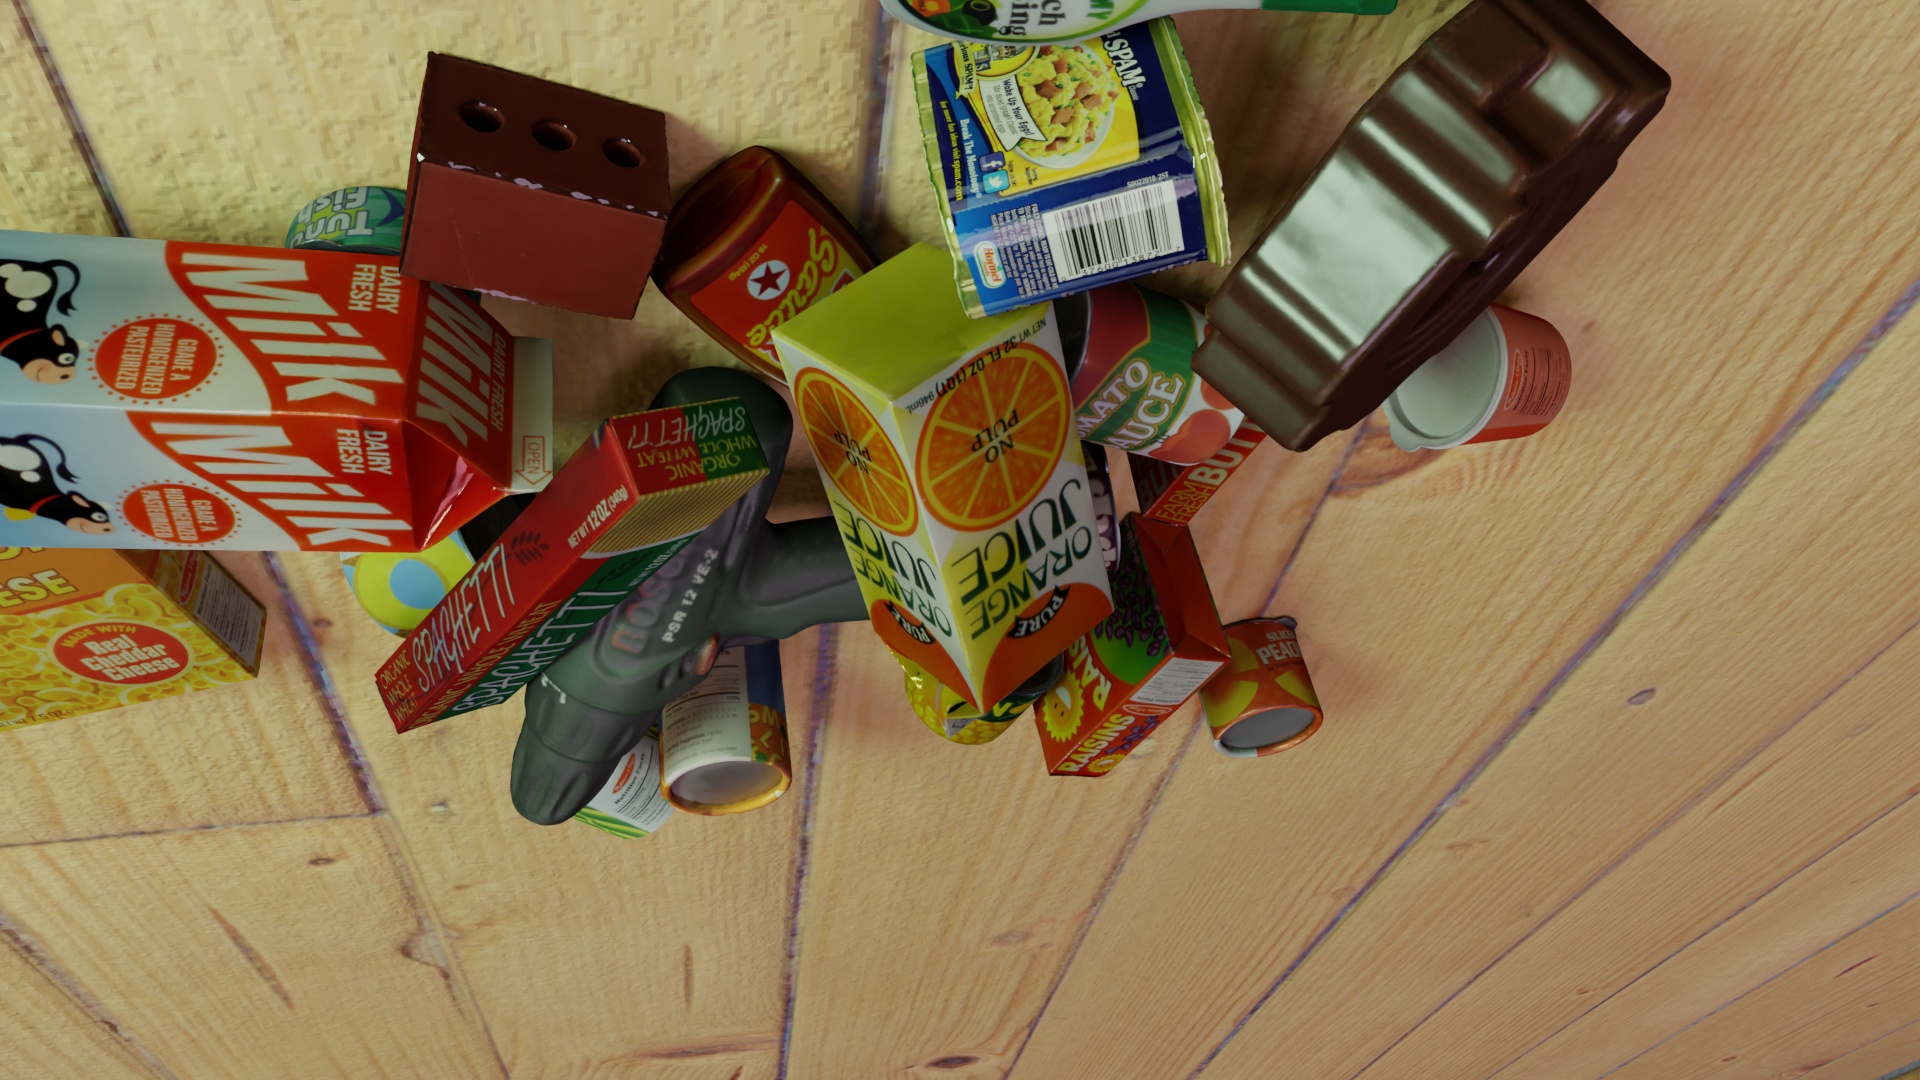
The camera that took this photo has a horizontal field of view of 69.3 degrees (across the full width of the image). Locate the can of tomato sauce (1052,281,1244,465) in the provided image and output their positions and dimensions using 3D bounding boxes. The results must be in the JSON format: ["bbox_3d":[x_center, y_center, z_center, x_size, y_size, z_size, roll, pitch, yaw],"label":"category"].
[{"bbox_3d":[0.066,-0.068,0.557,0.083,0.071,0.071,12,139,-29],"label":"can of tomato sauce"}]

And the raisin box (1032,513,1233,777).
[{"bbox_3d":[0.081,0.057,0.722,0.040,0.086,0.122,8,141,-27],"label":"raisin box"}]

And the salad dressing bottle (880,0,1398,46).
[{"bbox_3d":[0.050,-0.172,0.396,0.148,0.044,0.064,4,147,8],"label":"salad dressing bottle"}]

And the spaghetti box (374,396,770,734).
[{"bbox_3d":[-0.152,0.018,0.504,0.050,0.029,0.249,-15,167,-43],"label":"spaghetti box"}]

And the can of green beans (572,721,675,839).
[{"bbox_3d":[-0.191,0.123,0.755,0.071,0.071,0.057,-25,143,18],"label":"can of green beans"}]

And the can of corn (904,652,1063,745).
[{"bbox_3d":[0.010,0.068,0.731,0.071,0.071,0.058,10,140,-27],"label":"can of corn"}]

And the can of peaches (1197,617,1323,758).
[{"bbox_3d":[0.174,0.087,0.813,0.071,0.058,0.071,-7,145,-5],"label":"can of peaches"}]

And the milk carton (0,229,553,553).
[{"bbox_3d":[-0.230,-0.045,0.445,0.191,0.072,0.073,1,144,-17],"label":"milk carton"}]

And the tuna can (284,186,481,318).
[{"bbox_3d":[-0.203,-0.090,0.484,0.071,0.033,0.070,-7,145,-5],"label":"tuna can"}]

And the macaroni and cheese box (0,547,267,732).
[{"bbox_3d":[-0.390,0.015,0.572,0.124,0.040,0.165,-12,145,0],"label":"macaroni and cheese box"}]

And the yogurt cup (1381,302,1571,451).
[{"bbox_3d":[0.225,-0.073,0.602,0.054,0.072,0.072,1,144,-29],"label":"yogurt cup"}]

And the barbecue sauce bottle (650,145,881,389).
[{"bbox_3d":[-0.048,-0.081,0.528,0.065,0.044,0.148,-42,139,7],"label":"barbecue sauce bottle"}]

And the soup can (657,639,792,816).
[{"bbox_3d":[-0.122,0.091,0.715,0.071,0.084,0.071,-8,145,-5],"label":"soup can"}]

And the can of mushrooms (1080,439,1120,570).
[{"bbox_3d":[0.049,-0.018,0.626,0.033,0.071,0.070,-9,145,-1],"label":"can of mushrooms"}]

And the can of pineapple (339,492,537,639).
[{"bbox_3d":[-0.213,0.004,0.582,0.058,0.071,0.070,-20,144,14],"label":"can of pineapple"}]

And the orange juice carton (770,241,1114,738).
[{"bbox_3d":[0.002,-0.007,0.528,0.072,0.073,0.191,-36,134,-22],"label":"orange juice carton"}]

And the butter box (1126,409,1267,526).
[{"bbox_3d":[0.108,-0.057,0.599,0.024,0.053,0.103,10,139,-24],"label":"butter box"}]
